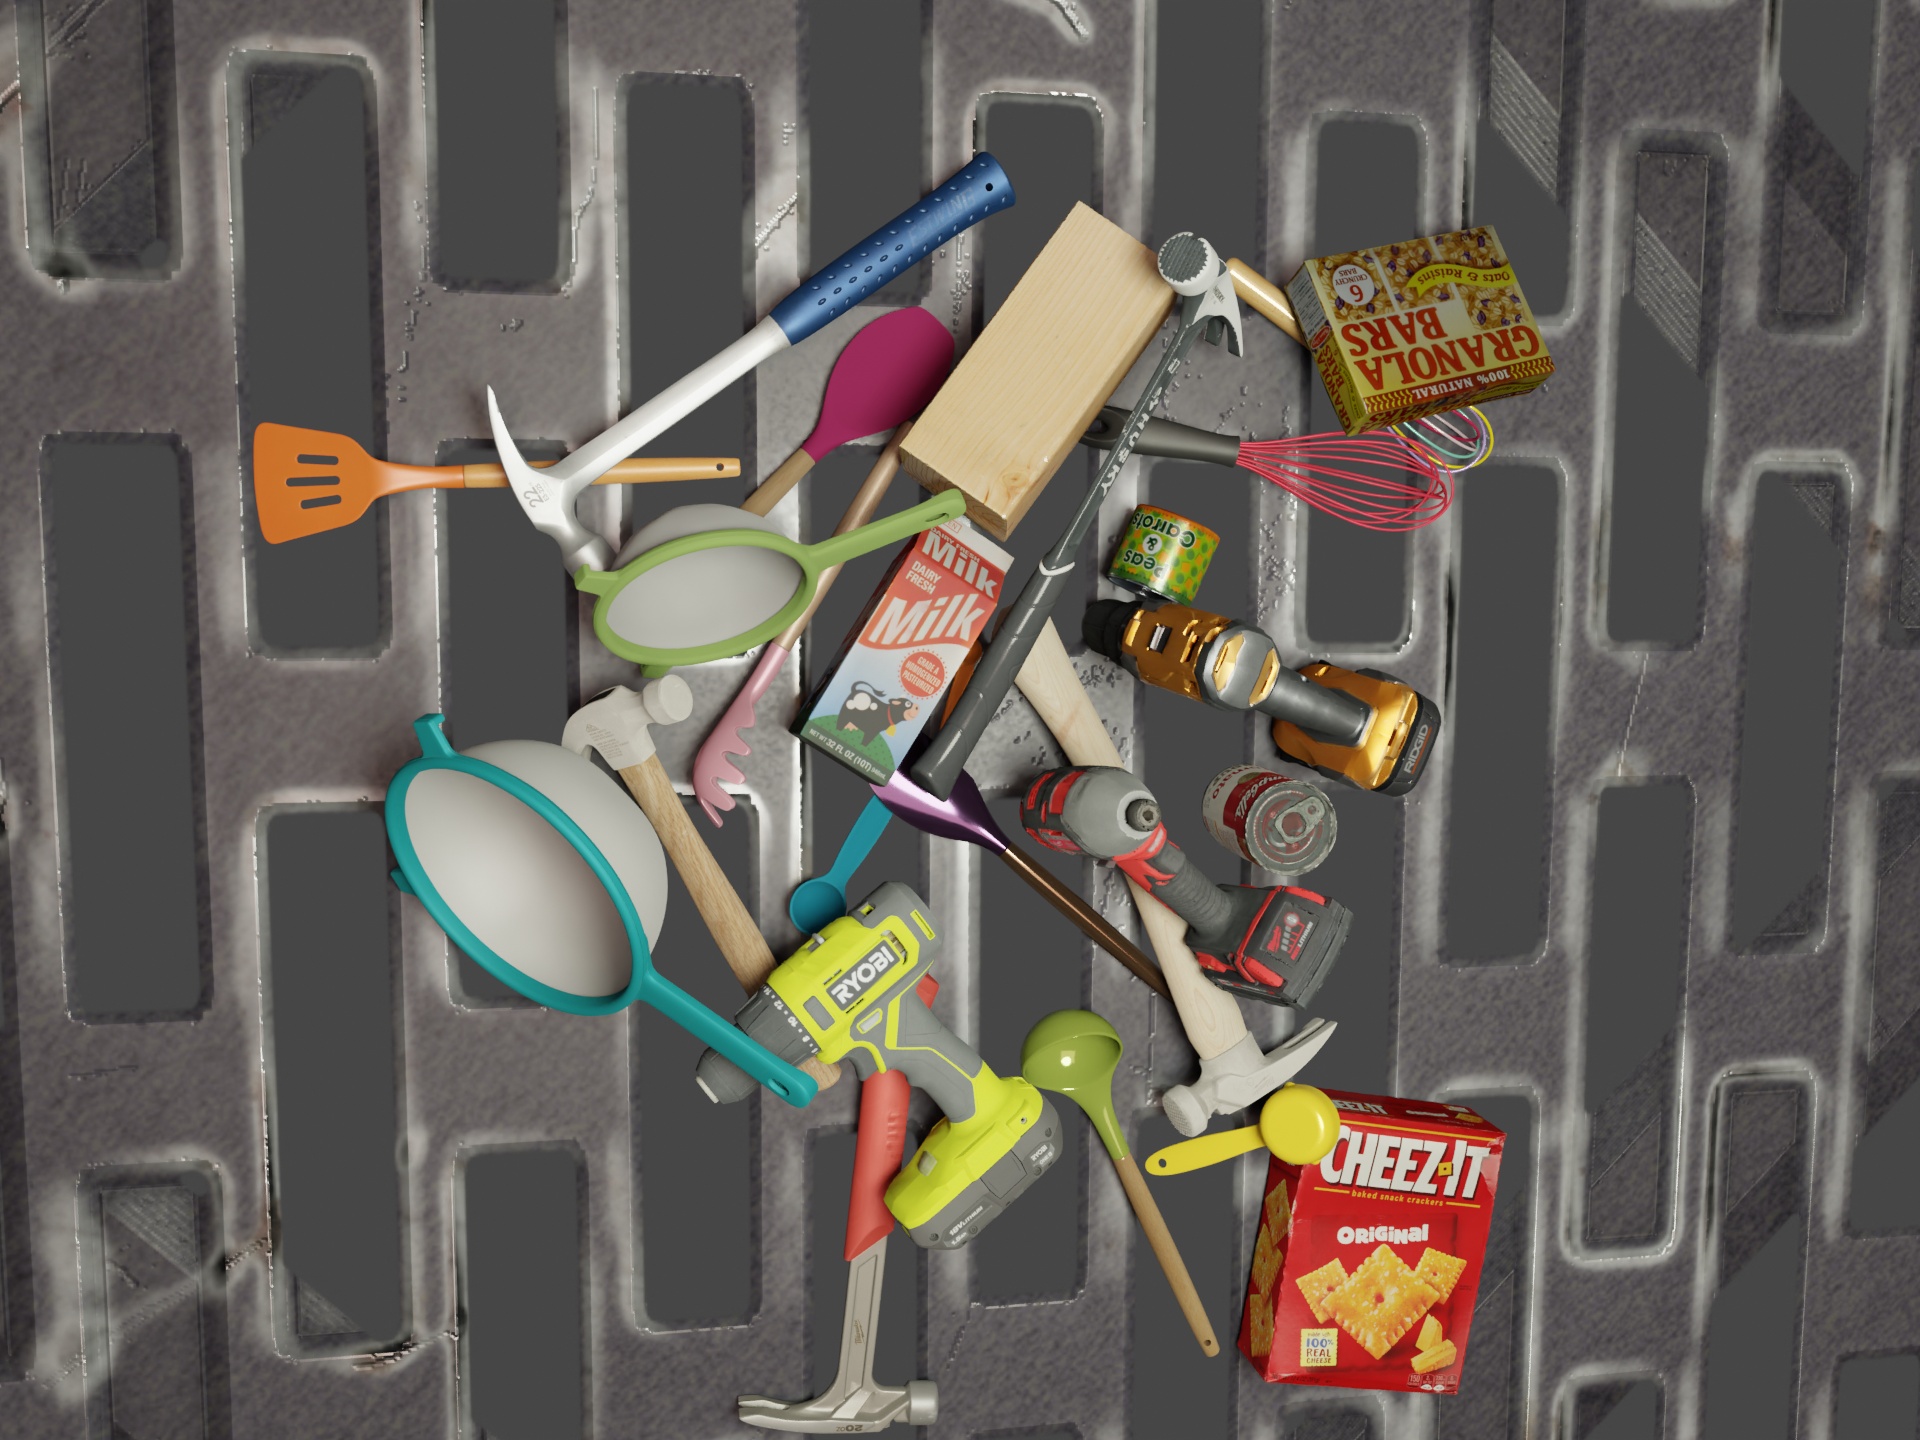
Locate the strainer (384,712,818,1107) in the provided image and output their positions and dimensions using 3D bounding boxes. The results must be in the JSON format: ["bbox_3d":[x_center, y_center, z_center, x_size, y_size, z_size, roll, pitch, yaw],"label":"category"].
[{"bbox_3d":[-0.217,0.123,1.047,0.340,0.211,0.095,35,46,5],"label":"strainer"}]

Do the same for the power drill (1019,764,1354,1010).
[{"bbox_3d":[0.153,0.106,1.088,0.219,0.143,0.078,36,75,-17],"label":"power drill"}]

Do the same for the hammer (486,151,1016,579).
[{"bbox_3d":[-0.136,-0.265,1.086,0.405,0.035,0.144,-37,104,-9],"label":"hammer"}]

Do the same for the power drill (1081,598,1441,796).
[{"bbox_3d":[0.206,-0.027,1.136,0.226,0.185,0.084,21,92,-30],"label":"power drill"}]

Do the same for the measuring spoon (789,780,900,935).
[{"bbox_3d":[-0.082,0.099,1.160,0.042,0.021,0.128,35,80,-15],"label":"measuring spoon"}]

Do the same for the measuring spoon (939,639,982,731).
[{"bbox_3d":[-0.002,-0.004,1.156,0.021,0.011,0.117,12,86,-14],"label":"measuring spoon"}]

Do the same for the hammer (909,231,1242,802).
[{"bbox_3d":[0.076,-0.124,1.088,0.036,0.149,0.409,33,98,21],"label":"hammer"}]

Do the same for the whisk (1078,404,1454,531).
[{"bbox_3d":[0.220,-0.192,1.162,0.296,0.073,0.073,10,94,-4],"label":"whisk"}]

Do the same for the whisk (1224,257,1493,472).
[{"bbox_3d":[0.294,-0.266,1.174,0.245,0.047,0.051,34,71,-8],"label":"whisk"}]

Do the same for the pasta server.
[{"bbox_3d":[-0.107,-0.071,1.124,0.040,0.060,0.316,30,86,-4],"label":"pasta server"}]

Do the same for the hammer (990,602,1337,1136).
[{"bbox_3d":[0.139,0.093,1.177,0.146,0.038,0.410,-28,96,-19],"label":"hammer"}]

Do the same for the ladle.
[{"bbox_3d":[0.132,0.356,1.201,0.078,0.062,0.320,-23,102,8],"label":"ladle"}]

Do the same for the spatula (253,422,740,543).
[{"bbox_3d":[-0.314,-0.168,1.088,0.322,0.041,0.081,-4,96,-14],"label":"spatula"}]

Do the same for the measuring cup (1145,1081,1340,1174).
[{"bbox_3d":[0.206,0.316,1.189,0.156,0.029,0.062,-23,75,21],"label":"measuring cup"}]

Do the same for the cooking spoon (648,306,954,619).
[{"bbox_3d":[-0.126,-0.169,1.121,0.068,0.017,0.319,44,87,-4],"label":"cooking spoon"}]

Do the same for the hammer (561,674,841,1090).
[{"bbox_3d":[-0.174,0.125,1.113,0.130,0.031,0.331,-14,112,33],"label":"hammer"}]

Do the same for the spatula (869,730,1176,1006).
[{"bbox_3d":[0.050,0.113,1.180,0.315,0.018,0.060,40,80,-11],"label":"spatula"}]

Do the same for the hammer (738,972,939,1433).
[{"bbox_3d":[-0.073,0.349,1.174,0.149,0.037,0.359,5,95,-10],"label":"hammer"}]

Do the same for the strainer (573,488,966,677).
[{"bbox_3d":[-0.125,-0.120,1.056,0.256,0.151,0.069,-21,66,-1],"label":"strainer"}]

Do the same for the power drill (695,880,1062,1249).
[{"bbox_3d":[-0.053,0.251,1.103,0.190,0.080,0.228,-40,105,-14],"label":"power drill"}]
